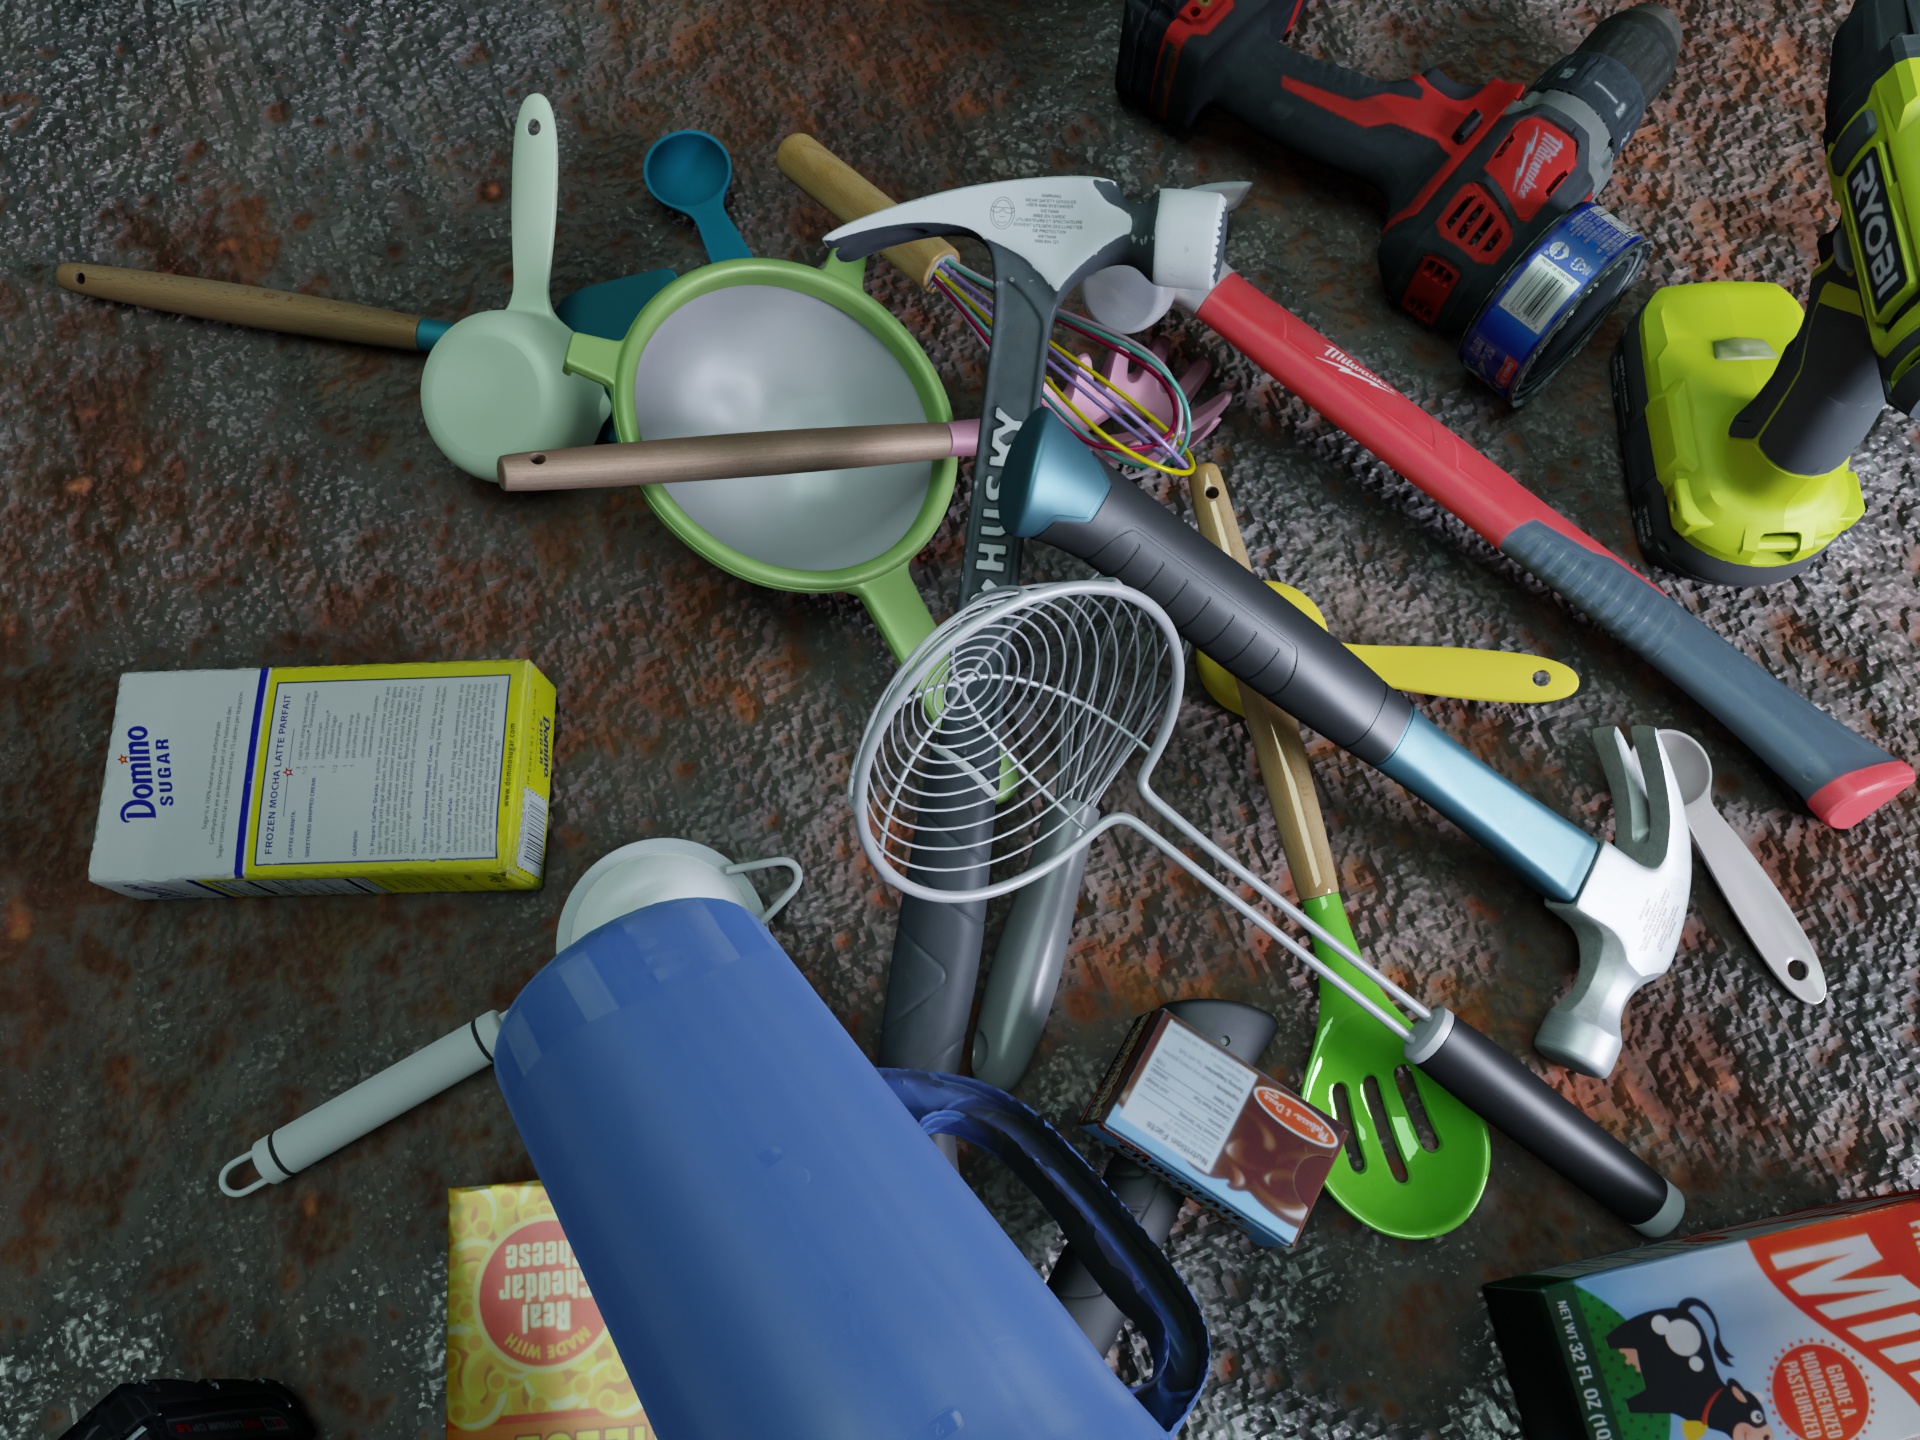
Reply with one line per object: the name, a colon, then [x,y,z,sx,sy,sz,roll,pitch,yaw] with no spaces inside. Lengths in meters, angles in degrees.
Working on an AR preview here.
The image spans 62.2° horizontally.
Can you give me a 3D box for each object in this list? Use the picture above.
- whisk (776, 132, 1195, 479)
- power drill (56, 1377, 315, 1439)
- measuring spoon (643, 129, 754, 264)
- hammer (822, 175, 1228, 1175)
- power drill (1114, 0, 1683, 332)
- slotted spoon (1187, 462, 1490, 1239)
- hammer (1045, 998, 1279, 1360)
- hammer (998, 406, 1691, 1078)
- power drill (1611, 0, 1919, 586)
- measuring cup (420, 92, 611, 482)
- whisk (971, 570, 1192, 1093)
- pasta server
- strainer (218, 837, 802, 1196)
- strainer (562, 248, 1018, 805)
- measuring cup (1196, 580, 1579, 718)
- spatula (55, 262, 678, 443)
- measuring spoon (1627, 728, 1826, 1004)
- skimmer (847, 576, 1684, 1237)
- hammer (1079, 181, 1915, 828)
whisk: [0.006,-0.177,0.665,0.047,0.051,0.245,-36,67,-27]
power drill: [-0.220,0.329,0.520,0.078,0.143,0.220,-42,68,-9]
measuring spoon: [-0.112,-0.222,0.760,0.042,0.021,0.129,-25,81,-7]
hammer: [-0.001,-0.002,0.603,0.149,0.036,0.409,8,91,10]
power drill: [0.206,-0.307,0.742,0.227,0.080,0.188,39,77,11]
slotted spoon: [0.138,0.044,0.632,0.070,0.031,0.314,-13,80,-3]
hammer: [0.032,0.246,0.569,0.146,0.035,0.335,33,69,-2]
hammer: [0.148,-0.001,0.587,0.330,0.033,0.128,34,77,-17]
power drill: [0.330,-0.159,0.607,0.080,0.223,0.171,-2,72,1]
measuring cup: [-0.193,-0.184,0.684,0.083,0.038,0.167,9,103,12]
whisk: [0.048,0.037,0.649,0.055,0.055,0.239,16,78,8]
pasta server: [-0.029,-0.119,0.652,0.316,0.040,0.060,-9,58,-26]
strainer: [-0.179,0.123,0.634,0.258,0.050,0.087,-29,87,-4]
strainer: [-0.055,-0.071,0.687,0.151,0.069,0.256,-30,90,-30]
measuring cup: [0.175,-0.027,0.659,0.156,0.029,0.062,6,76,16]
spatula: [-0.278,-0.186,0.736,0.317,0.044,0.082,10,99,7]
measuring spoon: [0.311,0.060,0.649,0.034,0.018,0.124,-28,79,-7]
skimmer: [0.123,0.086,0.546,0.363,0.090,0.127,37,100,-9]
hammer: [0.232,-0.096,0.675,0.386,0.038,0.143,39,41,6]
